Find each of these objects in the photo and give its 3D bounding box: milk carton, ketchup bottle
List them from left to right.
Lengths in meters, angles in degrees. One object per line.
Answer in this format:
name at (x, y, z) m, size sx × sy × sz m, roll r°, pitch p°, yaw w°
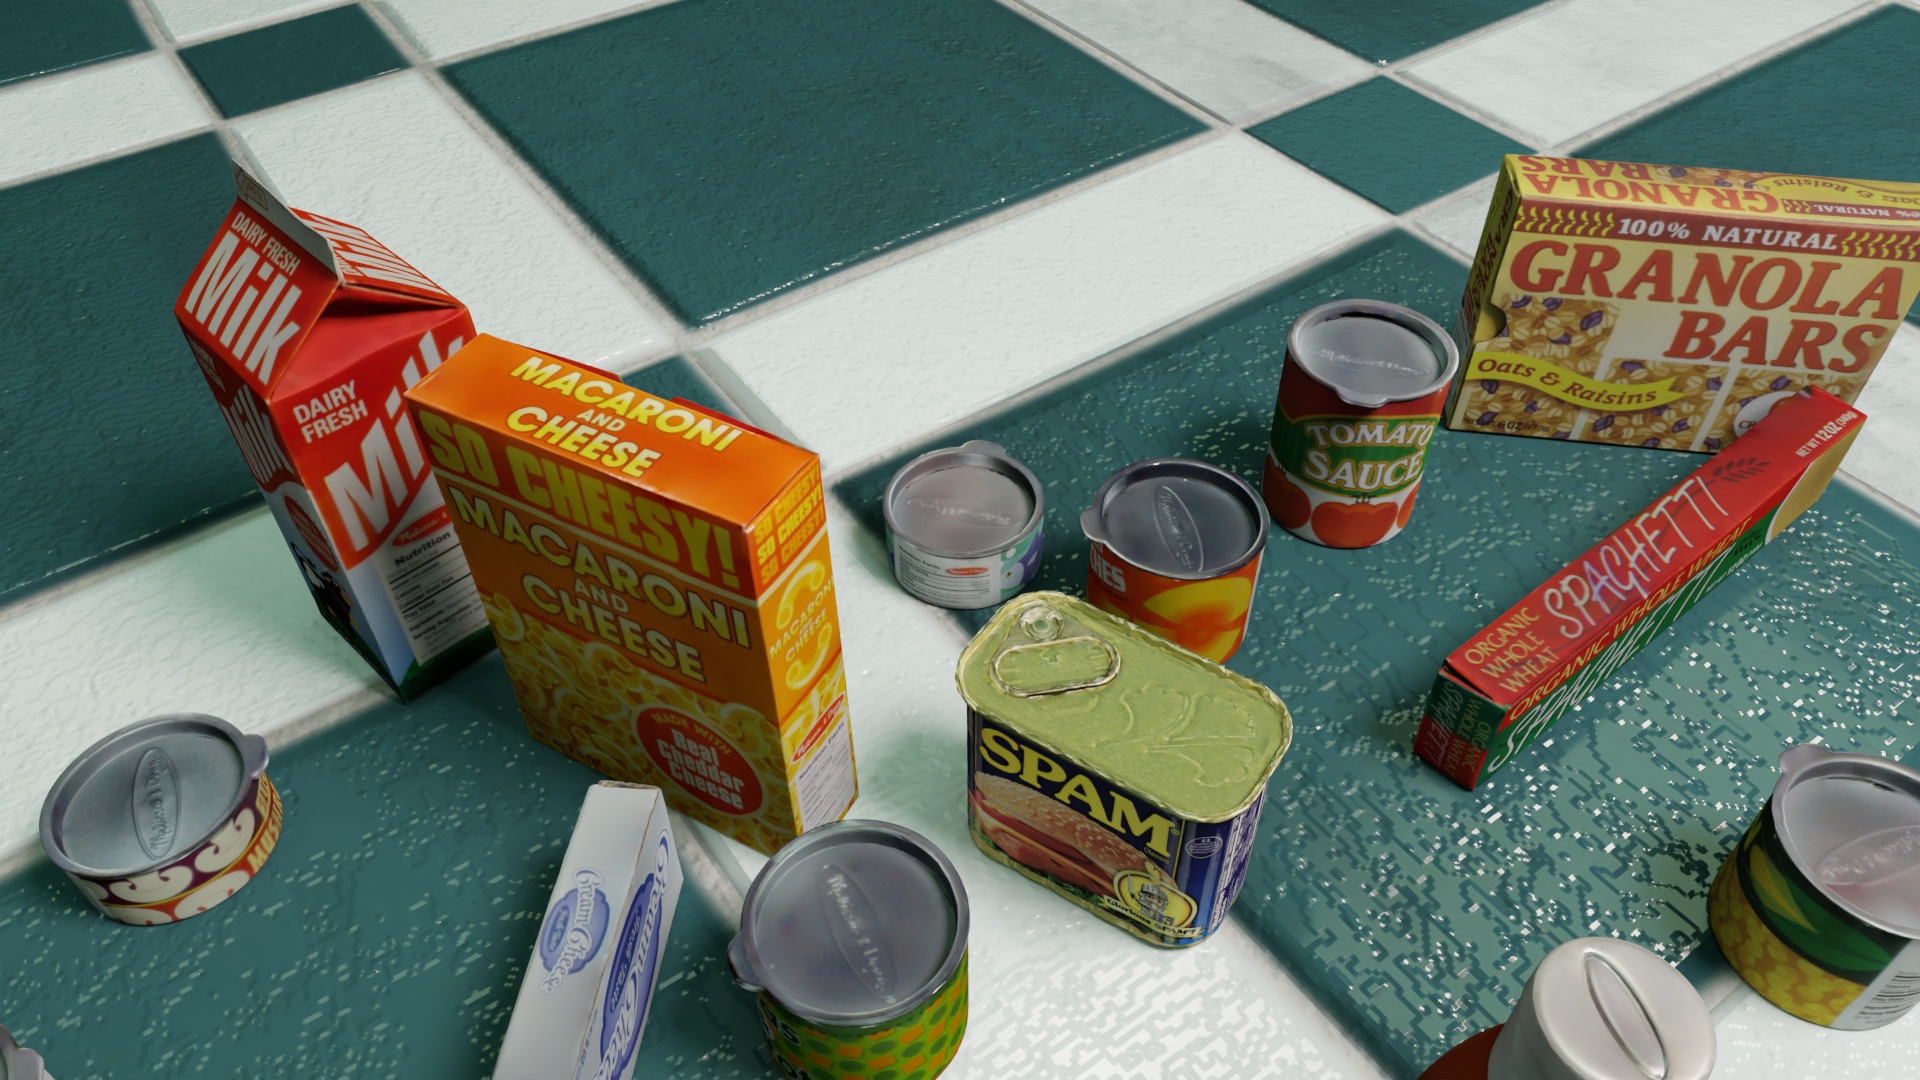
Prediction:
milk carton at (-0.212, -0.039, 0.498) m, size 0.072 × 0.189 × 0.074 m, roll 35°, pitch 54°, yaw 30°
ketchup bottle at (0.137, 0.148, 0.334) m, size 0.043 × 0.148 × 0.065 m, roll -9°, pitch 45°, yaw -8°

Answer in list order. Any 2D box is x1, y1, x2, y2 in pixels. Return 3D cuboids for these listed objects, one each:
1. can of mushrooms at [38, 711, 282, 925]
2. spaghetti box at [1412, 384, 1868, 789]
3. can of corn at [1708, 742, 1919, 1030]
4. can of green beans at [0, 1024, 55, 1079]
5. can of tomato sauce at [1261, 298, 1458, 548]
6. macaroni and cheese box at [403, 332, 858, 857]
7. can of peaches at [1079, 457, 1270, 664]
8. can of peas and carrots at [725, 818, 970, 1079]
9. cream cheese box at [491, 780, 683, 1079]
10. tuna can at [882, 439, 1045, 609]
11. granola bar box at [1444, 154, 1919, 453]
can of mushrooms at (-0.268, 0.094, 0.474) m, size 0.071 × 0.033 × 0.071 m, roll 0°, pitch 45°, yaw 0°
spaghetti box at (0.269, 0.012, 0.541) m, size 0.251 × 0.049 × 0.029 m, roll -29°, pitch 51°, yaw -26°
can of corn at (0.278, 0.108, 0.437) m, size 0.071 × 0.058 × 0.071 m, roll 0°, pitch 45°, yaw 0°
can of green beans at (-0.279, 0.172, 0.378) m, size 0.071 × 0.057 × 0.071 m, roll 0°, pitch 45°, yaw 0°
can of tomato sauce at (0.164, -0.046, 0.578) m, size 0.071 × 0.082 × 0.071 m, roll 0°, pitch 45°, yaw 0°
macaroni and cheese box at (-0.099, 0.024, 0.450) m, size 0.124 × 0.165 × 0.040 m, roll 20°, pitch 48°, yaw 20°
can of peaches at (0.080, 0.011, 0.539) m, size 0.071 × 0.057 × 0.071 m, roll 0°, pitch 45°, yaw 0°
can of peas and carrots at (-0.032, 0.129, 0.418) m, size 0.071 × 0.058 × 0.071 m, roll 0°, pitch 45°, yaw 0°
cream cheese box at (-0.110, 0.131, 0.421) m, size 0.024 × 0.053 × 0.104 m, roll 3°, pitch 45°, yaw 4°
tuna can at (0.002, -0.007, 0.575) m, size 0.071 × 0.032 × 0.071 m, roll 0°, pitch 45°, yaw 0°
granola bar box at (0.306, -0.098, 0.600) m, size 0.166 × 0.123 × 0.039 m, roll 6°, pitch 45°, yaw 6°
